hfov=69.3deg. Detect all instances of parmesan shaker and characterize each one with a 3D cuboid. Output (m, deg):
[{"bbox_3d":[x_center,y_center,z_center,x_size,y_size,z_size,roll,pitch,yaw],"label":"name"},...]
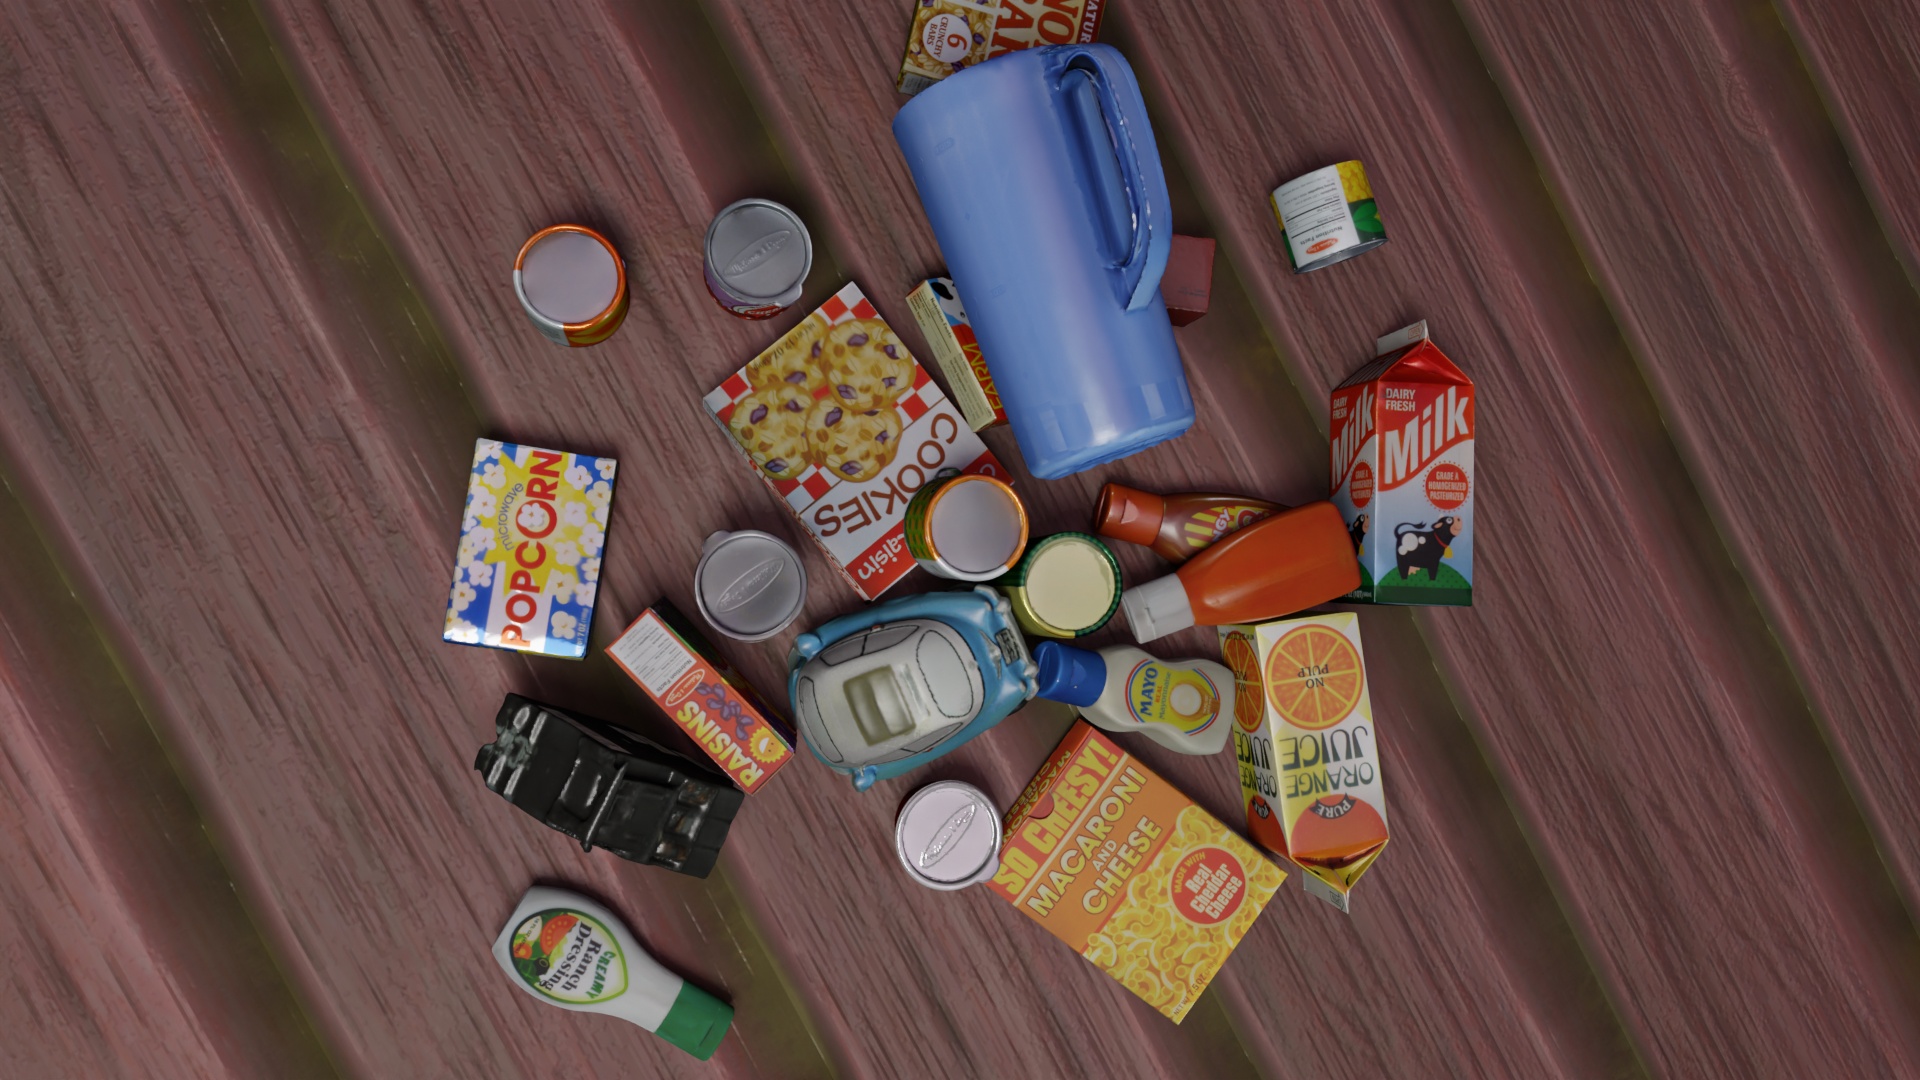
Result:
[{"bbox_3d":[0.060,0.030,0.883,0.071,0.103,0.071,1,87,-11],"label":"parmesan shaker"}]

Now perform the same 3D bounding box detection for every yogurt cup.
[{"bbox_3d":[-0.011,0.184,0.886,0.072,0.054,0.072,1,87,-11],"label":"yogurt cup"}]

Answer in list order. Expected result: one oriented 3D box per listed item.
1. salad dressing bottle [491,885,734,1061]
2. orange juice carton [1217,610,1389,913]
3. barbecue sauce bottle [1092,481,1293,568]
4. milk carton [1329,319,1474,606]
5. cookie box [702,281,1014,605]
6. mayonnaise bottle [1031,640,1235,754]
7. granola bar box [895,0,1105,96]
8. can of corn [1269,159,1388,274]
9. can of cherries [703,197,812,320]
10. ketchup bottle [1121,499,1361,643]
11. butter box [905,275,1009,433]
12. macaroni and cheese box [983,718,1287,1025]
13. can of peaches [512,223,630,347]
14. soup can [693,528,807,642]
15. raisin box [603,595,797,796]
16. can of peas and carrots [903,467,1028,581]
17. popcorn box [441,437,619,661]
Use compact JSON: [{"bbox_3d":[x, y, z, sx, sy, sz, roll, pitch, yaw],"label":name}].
[{"bbox_3d":[-0.209,0.266,0.847,0.147,0.044,0.064,32,81,-8],"label":"salad dressing bottle"},{"bbox_3d":[0.230,0.145,0.927,0.073,0.071,0.192,-8,88,-11],"label":"orange juice carton"},{"bbox_3d":[0.165,-0.005,0.936,0.149,0.043,0.065,14,87,-10],"label":"barbecue sauce bottle"},{"bbox_3d":[0.301,-0.051,0.951,0.073,0.072,0.190,2,86,-11],"label":"milk carton"},{"bbox_3d":[-0.065,-0.061,0.896,0.123,0.040,0.167,-40,94,-11],"label":"cookie box"},{"bbox_3d":[0.111,0.097,0.897,0.148,0.041,0.065,17,79,-31],"label":"mayonnaise bottle"},{"bbox_3d":[0.035,-0.369,0.932,0.124,0.039,0.165,13,85,-11],"label":"granola bar box"},{"bbox_3d":[0.253,-0.222,0.956,0.071,0.071,0.058,-18,91,-11],"label":"can of corn"},{"bbox_3d":[-0.129,-0.174,0.879,0.071,0.058,0.071,1,87,-12],"label":"can of cherries"},{"bbox_3d":[0.179,0.025,0.897,0.149,0.043,0.064,-19,93,-2],"label":"ketchup bottle"},{"bbox_3d":[0.009,-0.122,0.902,0.053,0.024,0.103,-20,81,-47],"label":"butter box"},{"bbox_3d":[0.111,0.215,0.910,0.166,0.040,0.124,37,87,-7],"label":"macaroni and cheese box"},{"bbox_3d":[-0.237,-0.158,0.857,0.071,0.058,0.071,0,87,-11],"label":"can of peaches"},{"bbox_3d":[-0.132,0.026,0.855,0.071,0.083,0.071,1,87,-11],"label":"soup can"},{"bbox_3d":[-0.154,0.092,0.845,0.040,0.086,0.123,-44,96,-4],"label":"raisin box"},{"bbox_3d":[0.003,-0.011,0.854,0.071,0.058,0.071,0,90,-15],"label":"can of peas and carrots"},{"bbox_3d":[-0.262,0.006,0.853,0.085,0.038,0.126,9,85,-10],"label":"popcorn box"}]
